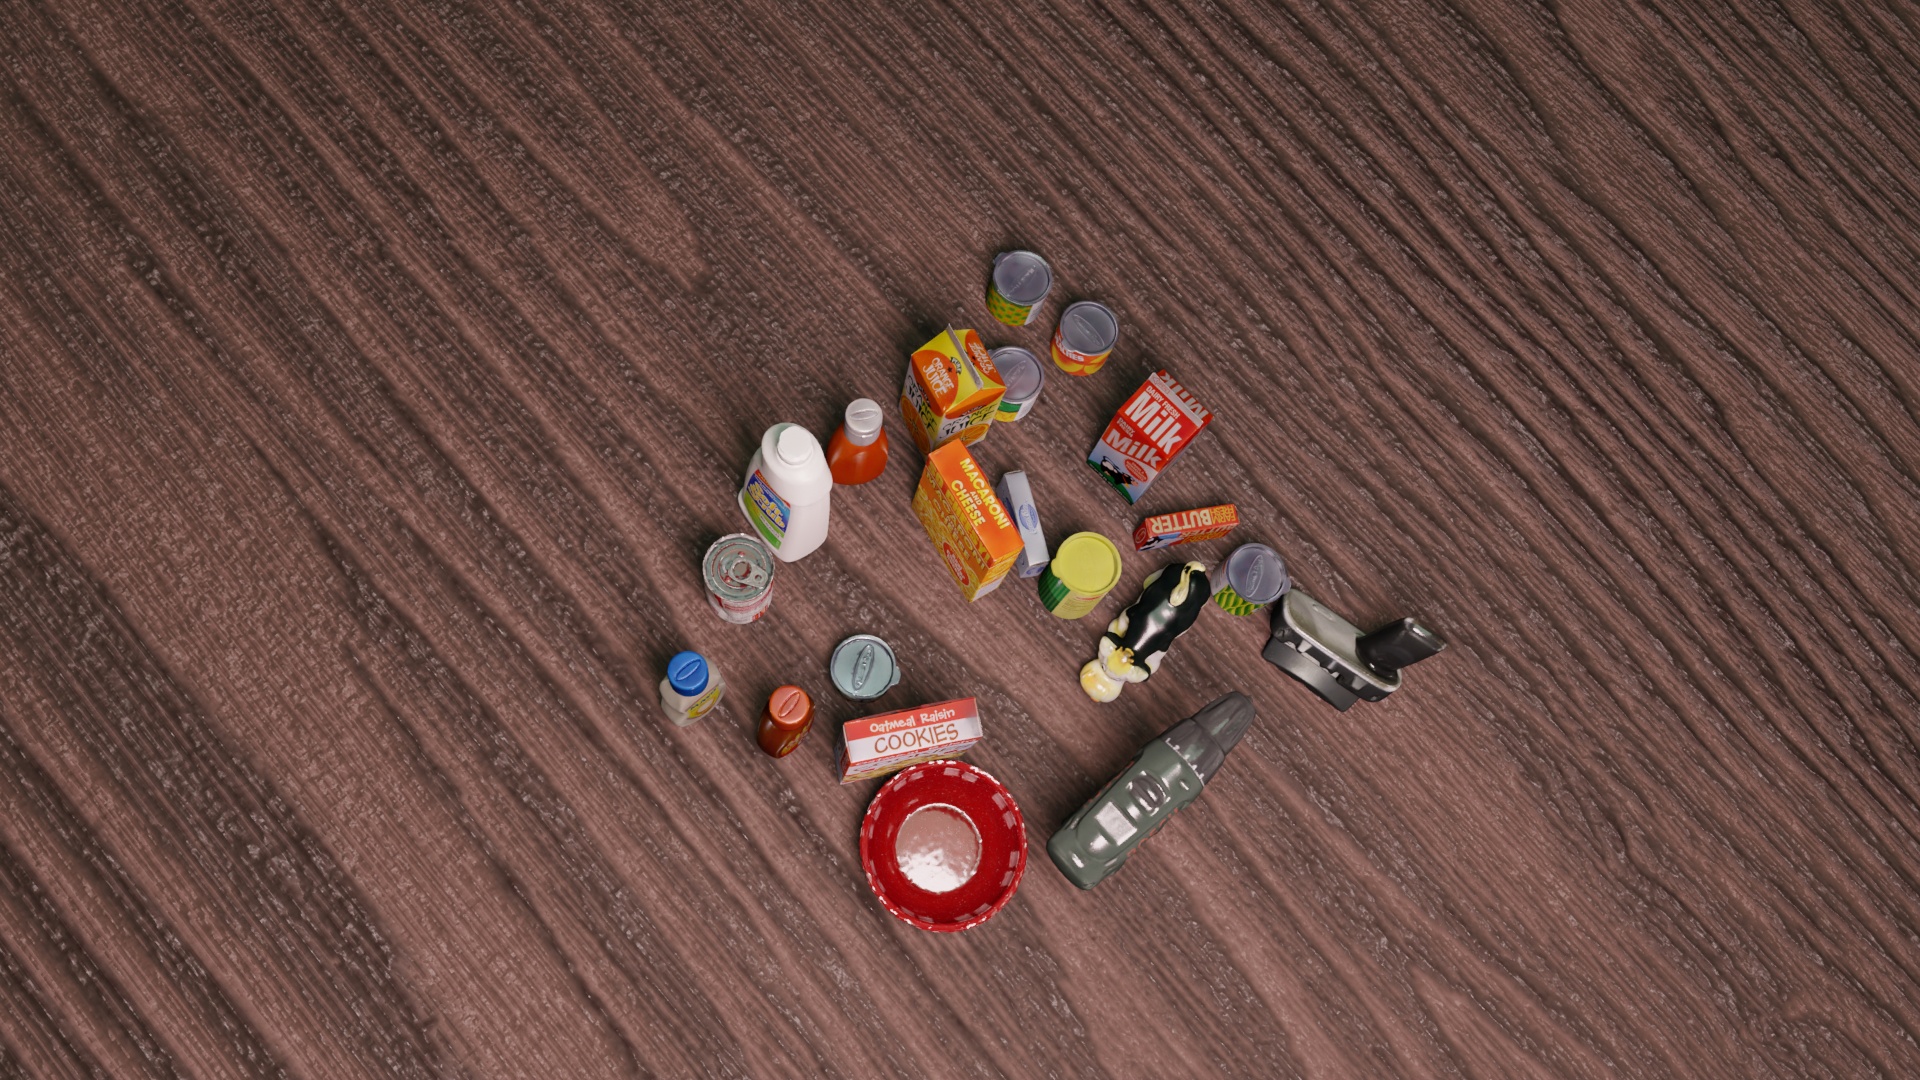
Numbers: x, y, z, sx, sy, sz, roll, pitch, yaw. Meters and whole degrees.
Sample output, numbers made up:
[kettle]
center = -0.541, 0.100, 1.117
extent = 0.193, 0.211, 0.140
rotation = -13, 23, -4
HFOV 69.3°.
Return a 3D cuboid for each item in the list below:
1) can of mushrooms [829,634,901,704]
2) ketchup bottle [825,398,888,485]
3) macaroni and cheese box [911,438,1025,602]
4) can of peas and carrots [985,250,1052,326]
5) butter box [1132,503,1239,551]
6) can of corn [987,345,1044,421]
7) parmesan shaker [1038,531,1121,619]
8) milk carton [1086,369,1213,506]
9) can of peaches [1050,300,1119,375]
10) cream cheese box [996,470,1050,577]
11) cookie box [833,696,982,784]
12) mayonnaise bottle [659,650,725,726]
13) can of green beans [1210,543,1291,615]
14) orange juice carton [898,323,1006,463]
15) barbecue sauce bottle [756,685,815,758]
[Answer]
[can of mushrooms]
center = -0.096, 0.131, 1.396
extent = 0.071, 0.033, 0.071
rotation = 2, 73, -8
[ketchup bottle]
center = -0.102, -0.099, 1.406
extent = 0.065, 0.148, 0.043
rotation = -11, 76, -11
[macaroni and cheese box]
center = 0.005, -0.017, 1.387
extent = 0.040, 0.166, 0.124
rotation = -29, 79, -15
[can of peas and carrots]
center = 0.062, -0.279, 1.533
extent = 0.071, 0.058, 0.071
rotation = 2, 73, -8
[butter box]
center = 0.240, -0.014, 1.481
extent = 0.104, 0.053, 0.024
rotation = -9, 75, -11
[can of corn]
center = 0.051, -0.170, 1.498
extent = 0.071, 0.058, 0.071
rotation = 2, 73, -8
[parmesan shaker]
center = 0.117, 0.037, 1.421
extent = 0.071, 0.102, 0.071
rotation = 2, 73, -8
[milk carton]
center = 0.198, -0.111, 1.432
extent = 0.074, 0.190, 0.072
rotation = -43, 84, -17
[can of peaches]
center = 0.134, -0.220, 1.526
extent = 0.071, 0.058, 0.071
rotation = 2, 73, -8
[cream cheese box]
center = 0.065, -0.016, 1.455
extent = 0.024, 0.053, 0.104
rotation = -12, 75, -12
[cookie box]
center = -0.053, 0.190, 1.314
extent = 0.123, 0.167, 0.040
rotation = -11, 75, -11
[mayonnaise bottle]
center = -0.254, 0.137, 1.311
extent = 0.065, 0.147, 0.041
rotation = -40, 83, -17
[can of green beans]
center = 0.304, 0.042, 1.471
extent = 0.071, 0.057, 0.071
rotation = 2, 73, -8
[orange juice carton]
center = -0.008, -0.151, 1.413
extent = 0.073, 0.192, 0.072
rotation = -25, 79, -14
[barbecue sauce bottle]
center = -0.164, 0.167, 1.315
extent = 0.044, 0.148, 0.065
rotation = 38, 72, 4
